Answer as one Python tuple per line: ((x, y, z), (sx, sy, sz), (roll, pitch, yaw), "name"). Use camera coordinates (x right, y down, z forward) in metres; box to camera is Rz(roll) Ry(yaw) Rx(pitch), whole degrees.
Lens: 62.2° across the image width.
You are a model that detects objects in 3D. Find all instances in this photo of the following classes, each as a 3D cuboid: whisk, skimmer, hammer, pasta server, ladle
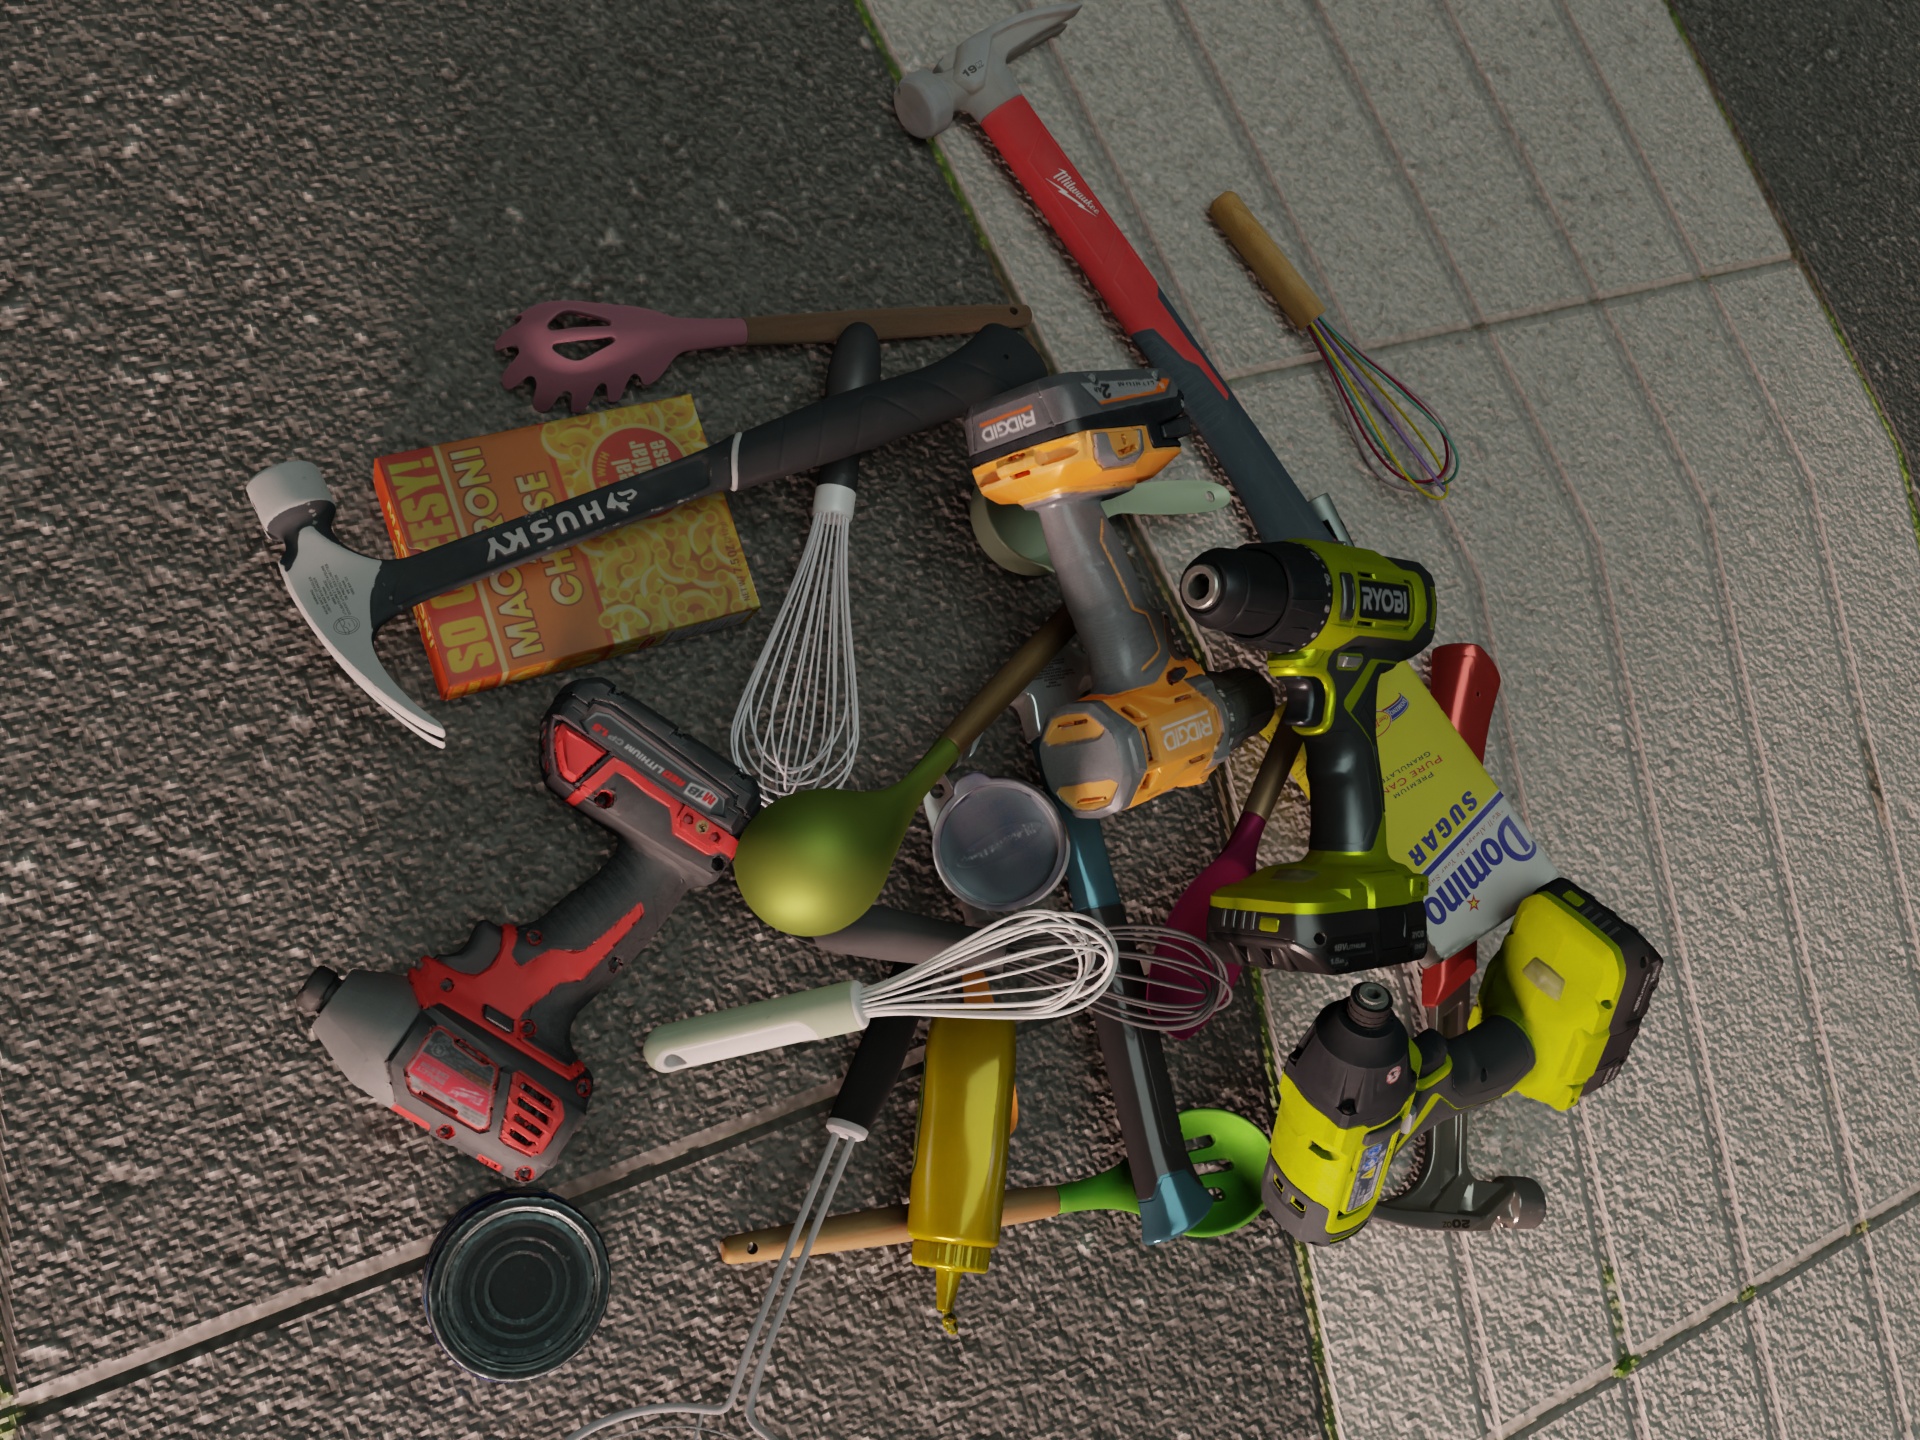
((0.242, -0.242, 1.032), (0.047, 0.051, 0.245), (-39, 92, -18), "whisk")
((0.022, 0.120, 0.823), (0.239, 0.055, 0.055), (8, 75, 6), "whisk")
((-0.087, 0.242, 0.762), (0.127, 0.090, 0.363), (9, 59, 26), "skimmer")
((0.124, -0.263, 0.992), (0.143, 0.038, 0.386), (-38, 94, -25), "hammer")
((-0.100, -0.219, 0.902), (0.316, 0.040, 0.060), (-11, 84, -27), "pasta server")
((-0.001, -0.003, 0.854), (0.320, 0.062, 0.078), (-47, 130, -36), "ladle")
((0.295, 0.127, 0.982), (0.149, 0.037, 0.359), (10, 76, -19), "hammer")
((-0.130, -0.121, 0.809), (0.409, 0.036, 0.149), (-24, 82, -22), "hammer")
((0.081, 0.118, 0.885), (0.128, 0.033, 0.331), (-8, 76, -21), "hammer")
((-0.042, 0.139, 0.786), (0.246, 0.057, 0.059), (-14, 46, 10), "whisk")
((-0.072, -0.087, 0.863), (0.070, 0.070, 0.285), (13, 75, -19), "whisk")

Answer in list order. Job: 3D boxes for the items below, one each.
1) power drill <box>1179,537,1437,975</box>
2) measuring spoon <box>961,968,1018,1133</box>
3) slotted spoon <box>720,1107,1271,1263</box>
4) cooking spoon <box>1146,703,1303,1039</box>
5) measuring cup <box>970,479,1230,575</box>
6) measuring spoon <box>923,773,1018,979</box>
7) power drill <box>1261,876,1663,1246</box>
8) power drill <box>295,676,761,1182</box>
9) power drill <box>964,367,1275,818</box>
((0.185, 0.015, 0.851), (0.190, 0.080, 0.228), (1, 89, -45), "power drill")
((0.014, 0.170, 0.868), (0.021, 0.011, 0.117), (-11, 96, 10), "measuring spoon")
((0.027, 0.259, 0.855), (0.313, 0.031, 0.070), (-3, 79, -20), "slotted spoon")
((0.177, 0.035, 0.911), (0.068, 0.017, 0.319), (42, 64, -32), "cooking spoon")
((0.083, -0.126, 0.949), (0.167, 0.038, 0.083), (-6, 82, -24), "measuring cup")
((0.003, 0.084, 0.888), (0.034, 0.018, 0.124), (-19, 80, 7), "measuring spoon")
((0.269, 0.177, 0.863), (0.223, 0.171, 0.080), (-19, 42, -26), "power drill")
((-0.206, 0.095, 0.772), (0.143, 0.078, 0.220), (34, 72, -11), "power drill")
((0.099, -0.073, 0.874), (0.185, 0.084, 0.226), (-16, 93, -48), "power drill")
